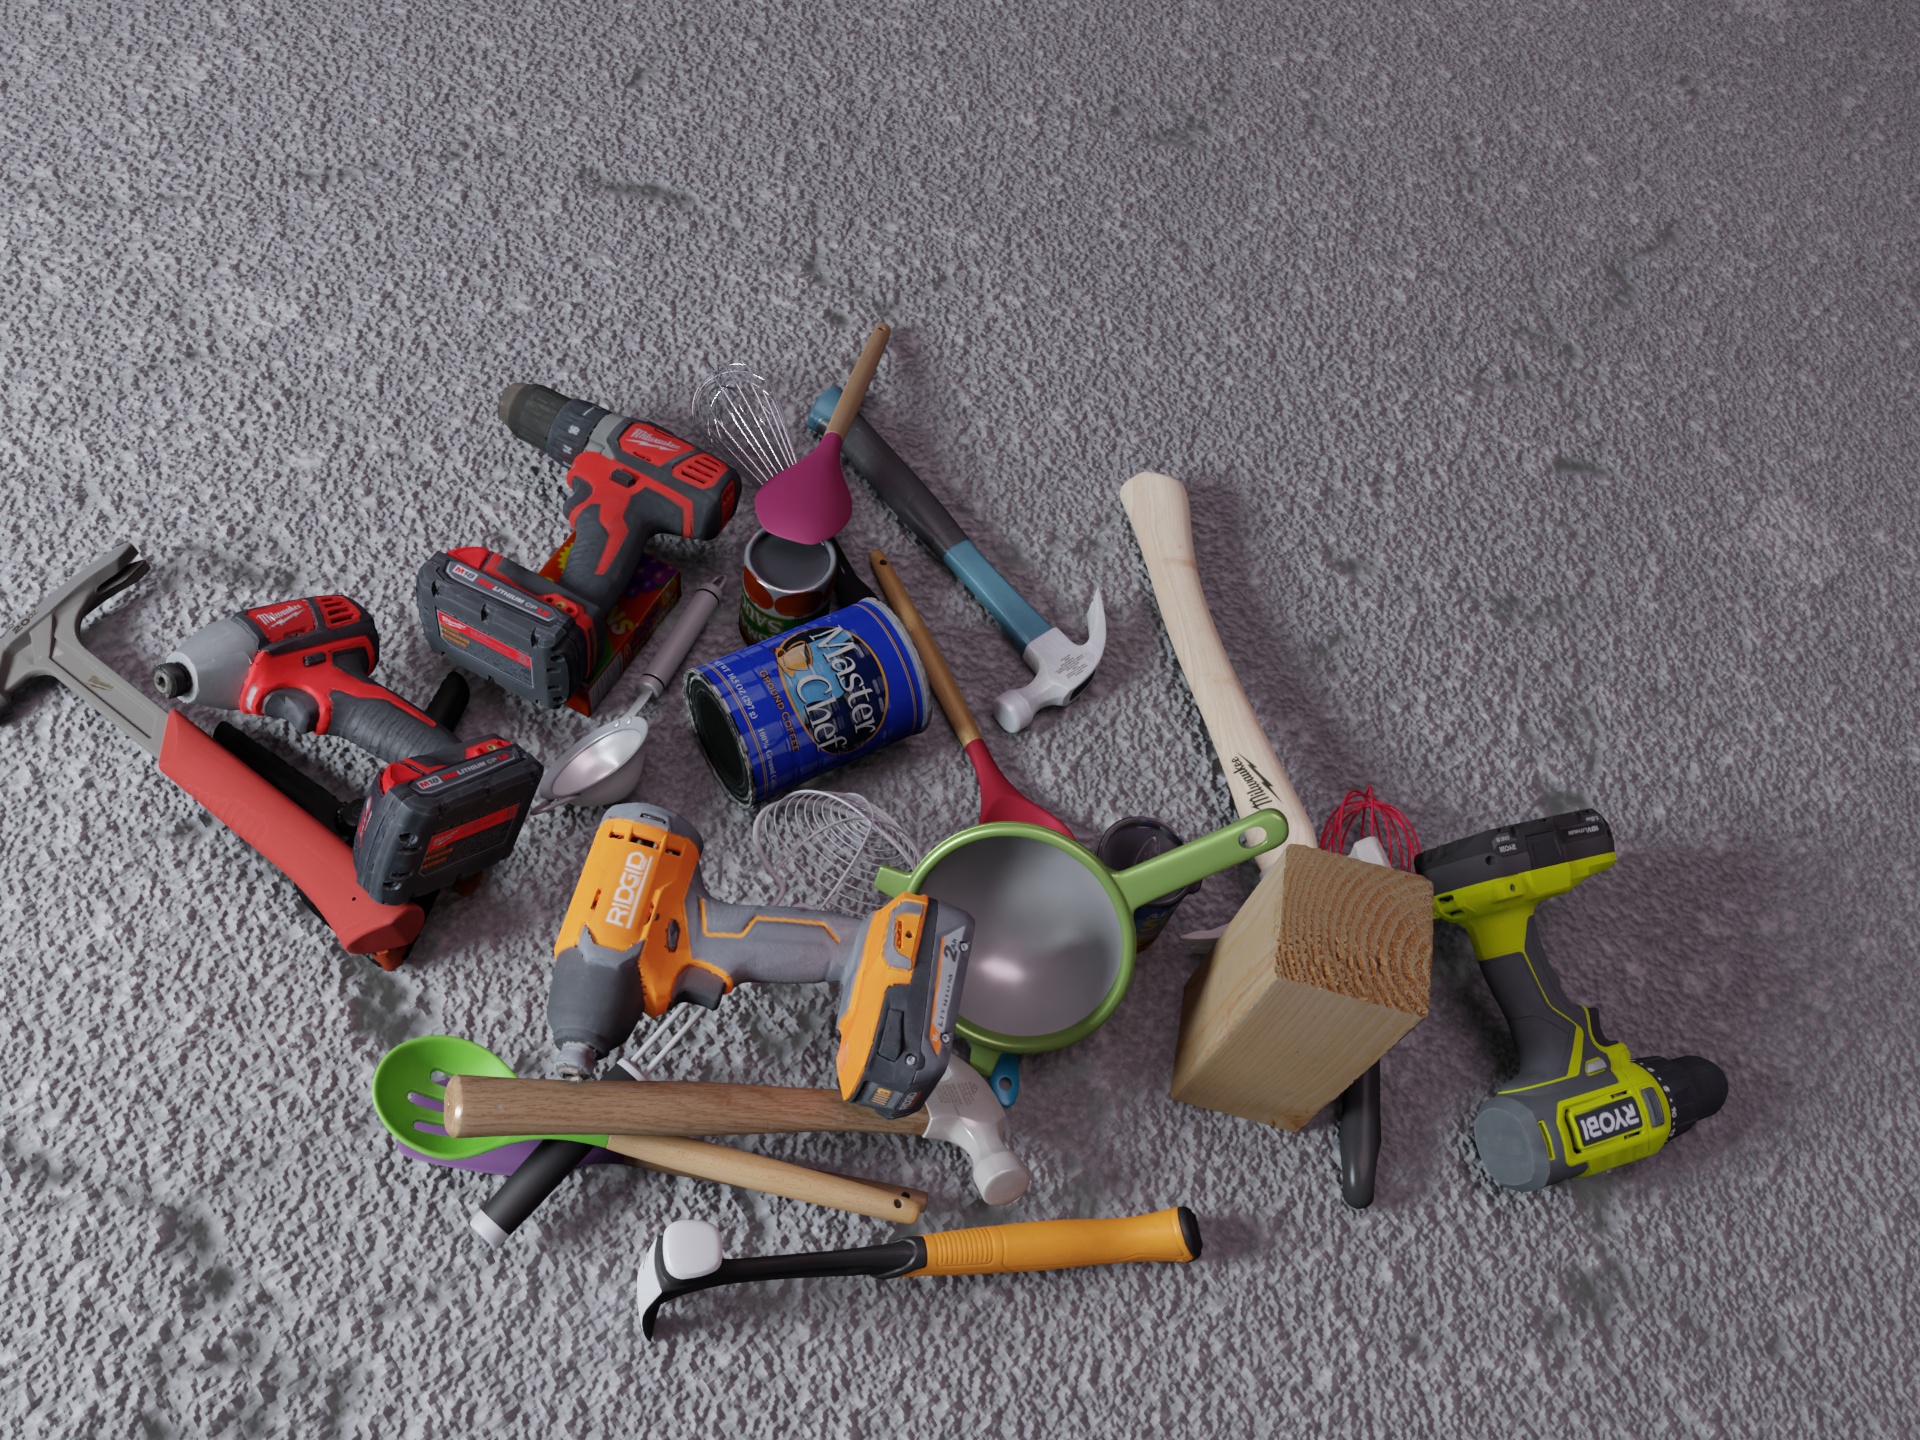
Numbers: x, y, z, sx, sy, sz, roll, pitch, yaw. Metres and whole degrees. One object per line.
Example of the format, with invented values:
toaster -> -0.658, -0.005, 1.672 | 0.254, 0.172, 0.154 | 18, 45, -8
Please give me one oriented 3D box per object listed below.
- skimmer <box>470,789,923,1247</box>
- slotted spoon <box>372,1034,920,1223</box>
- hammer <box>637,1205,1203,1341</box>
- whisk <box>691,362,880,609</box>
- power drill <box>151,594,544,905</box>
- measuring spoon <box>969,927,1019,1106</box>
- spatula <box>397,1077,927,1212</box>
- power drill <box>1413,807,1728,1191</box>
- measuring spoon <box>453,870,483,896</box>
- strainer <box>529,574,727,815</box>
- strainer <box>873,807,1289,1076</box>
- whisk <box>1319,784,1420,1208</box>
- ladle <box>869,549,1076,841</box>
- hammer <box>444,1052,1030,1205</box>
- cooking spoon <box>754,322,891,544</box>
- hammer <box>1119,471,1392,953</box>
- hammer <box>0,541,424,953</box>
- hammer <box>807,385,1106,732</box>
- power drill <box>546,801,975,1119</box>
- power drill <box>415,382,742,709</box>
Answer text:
skimmer -> -0.158, 0.181, 0.992 | 0.127, 0.090, 0.363 | 38, 66, 11
slotted spoon -> -0.174, 0.243, 0.900 | 0.313, 0.031, 0.070 | 16, 50, -8
hammer -> -0.016, 0.312, 0.921 | 0.336, 0.127, 0.034 | 3, 56, -21
whisk -> -0.124, -0.164, 1.215 | 0.070, 0.070, 0.285 | -24, 71, -23
power drill -> -0.377, 0.007, 0.976 | 0.220, 0.078, 0.143 | 38, 30, 17
measuring spoon -> 0.026, 0.187, 1.038 | 0.042, 0.021, 0.129 | 0, 57, -10
spatula -> -0.175, 0.262, 0.956 | 0.316, 0.018, 0.060 | 11, 55, -3
power drill -> 0.408, 0.181, 1.060 | 0.190, 0.080, 0.229 | -8, 77, -25
measuring spoon -> -0.324, 0.062, 1.056 | 0.021, 0.011, 0.117 | 2, 58, -10
strainer -> -0.218, -0.016, 1.109 | 0.087, 0.050, 0.259 | -9, 40, 36
strainer -> 0.085, 0.107, 0.992 | 0.256, 0.069, 0.151 | -26, 96, 15
whisk -> 0.273, 0.178, 1.071 | 0.073, 0.073, 0.296 | 11, 62, -4
ladle -> -0.002, -0.004, 1.151 | 0.069, 0.031, 0.316 | -15, 61, -22
hammer -> -0.125, 0.221, 0.911 | 0.331, 0.031, 0.130 | 9, 28, -28
cooking spoon -> -0.093, -0.229, 1.226 | 0.068, 0.017, 0.319 | 17, 41, -2
hammer -> 0.179, -0.024, 1.174 | 0.146, 0.038, 0.411 | -25, 53, 14
hammer -> -0.469, 0.026, 1.007 | 0.359, 0.036, 0.149 | 33, 67, 18
hammer -> -0.012, -0.140, 1.230 | 0.128, 0.033, 0.331 | -31, 68, -25
power drill -> -0.117, 0.150, 0.905 | 0.226, 0.084, 0.164 | 17, 53, -6
power drill -> -0.283, -0.136, 1.105 | 0.188, 0.080, 0.227 | 27, 55, 6
